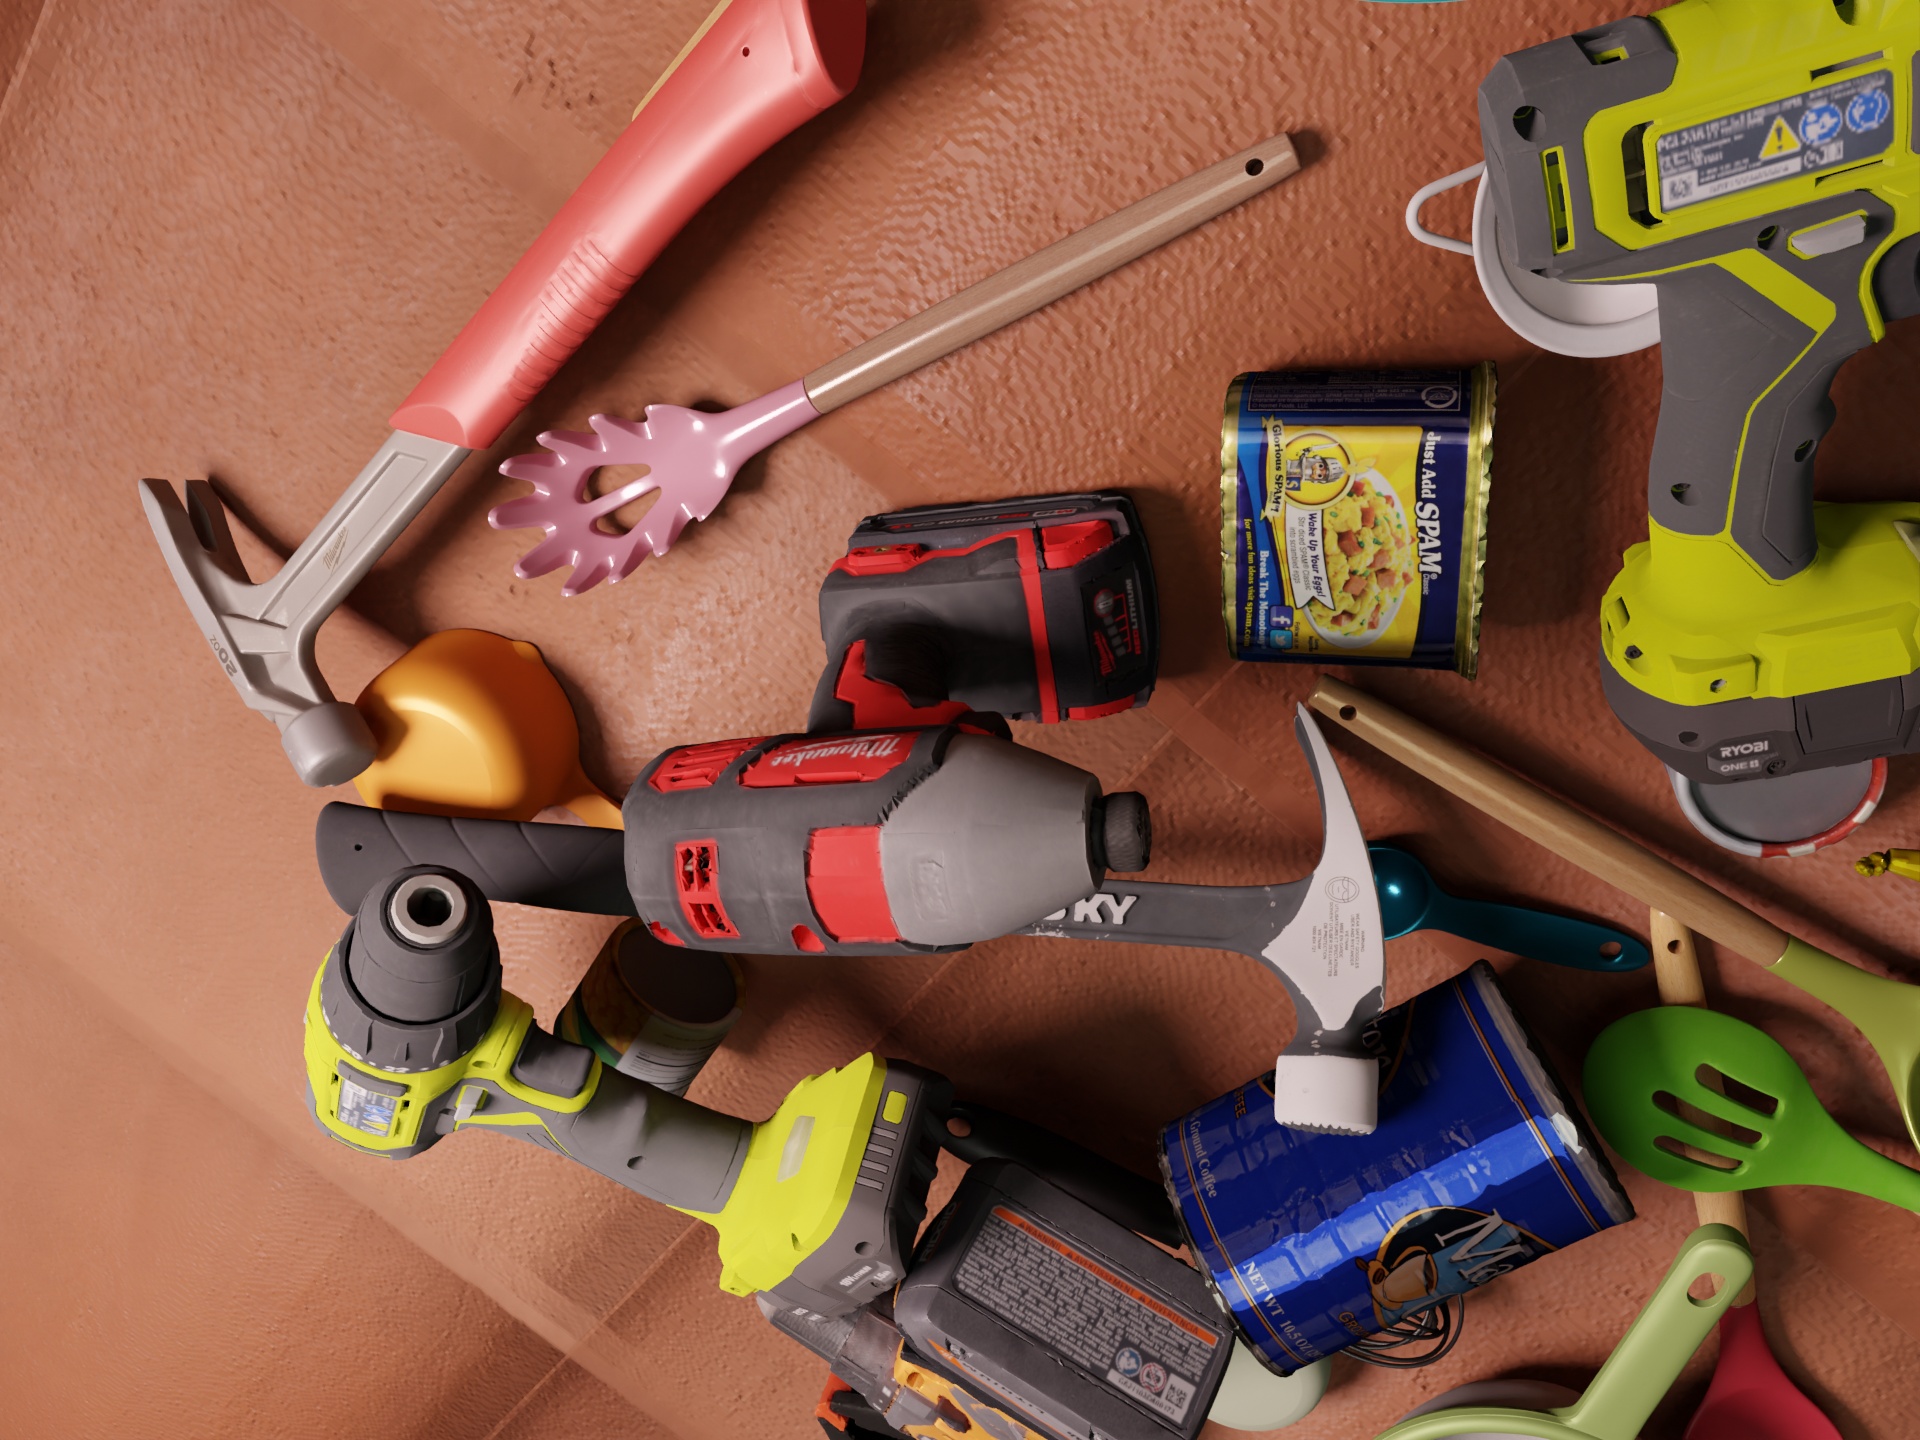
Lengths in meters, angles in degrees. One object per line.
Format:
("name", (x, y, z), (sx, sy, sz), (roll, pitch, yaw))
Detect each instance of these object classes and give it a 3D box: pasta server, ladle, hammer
("pasta server", (-0.031, -0.125, 0.558), (0.316, 0.040, 0.060), (-22, 99, 22))
("ladle", (0.305, 0.209, 0.635), (0.069, 0.031, 0.315), (-14, 109, 12))
("ladle", (0.262, 0.072, 0.553), (0.320, 0.062, 0.078), (30, 114, 2))
("hammer", (-0.051, 0.058, 0.594), (0.409, 0.036, 0.149), (3, 75, 10))
("hammer", (-0.168, -0.132, 0.561), (0.359, 0.036, 0.149), (-39, 76, 27))

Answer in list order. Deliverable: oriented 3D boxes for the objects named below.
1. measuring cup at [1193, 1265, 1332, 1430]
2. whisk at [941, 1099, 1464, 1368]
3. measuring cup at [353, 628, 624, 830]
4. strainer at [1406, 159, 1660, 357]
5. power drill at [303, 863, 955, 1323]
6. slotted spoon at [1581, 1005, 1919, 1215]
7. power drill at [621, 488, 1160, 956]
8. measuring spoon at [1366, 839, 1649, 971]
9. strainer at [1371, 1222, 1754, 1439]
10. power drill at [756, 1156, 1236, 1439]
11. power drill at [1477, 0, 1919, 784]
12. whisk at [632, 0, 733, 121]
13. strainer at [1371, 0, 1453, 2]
("measuring cup", (0.083, 0.277, 0.716), (0.167, 0.038, 0.083), (5, 116, 10))
("whisk", (0.097, 0.212, 0.682), (0.239, 0.055, 0.055), (20, 118, 10))
("measuring cup", (-0.177, 0.037, 0.663), (0.173, 0.052, 0.095), (38, 118, -3))
("strainer", (0.261, -0.151, 0.468), (0.258, 0.050, 0.086), (3, 117, 7))
("power drill", (-0.124, 0.134, 0.578), (0.228, 0.080, 0.190), (24, 144, -10))
("slotted spoon", (0.382, 0.183, 0.590), (0.313, 0.031, 0.070), (20, 106, -2))
("power drill", (-0.001, -0.002, 0.504), (0.143, 0.220, 0.078), (-3, 114, 16))
("measuring spoon", (0.199, 0.072, 0.606), (0.128, 0.021, 0.042), (14, 117, -2))
("strainer", (0.253, 0.287, 0.660), (0.151, 0.069, 0.256), (21, 118, 7))
("power drill", (0.003, 0.260, 0.672), (0.185, 0.084, 0.226), (29, 147, 7))
("power drill", (0.250, -0.097, 0.443), (0.171, 0.080, 0.223), (-12, 126, 16))
("whisk", (-0.027, -0.267, 0.487), (0.051, 0.047, 0.245), (46, 120, -10))
("strainer", (0.063, -0.274, 0.398), (0.340, 0.095, 0.211), (-4, 105, 24))
